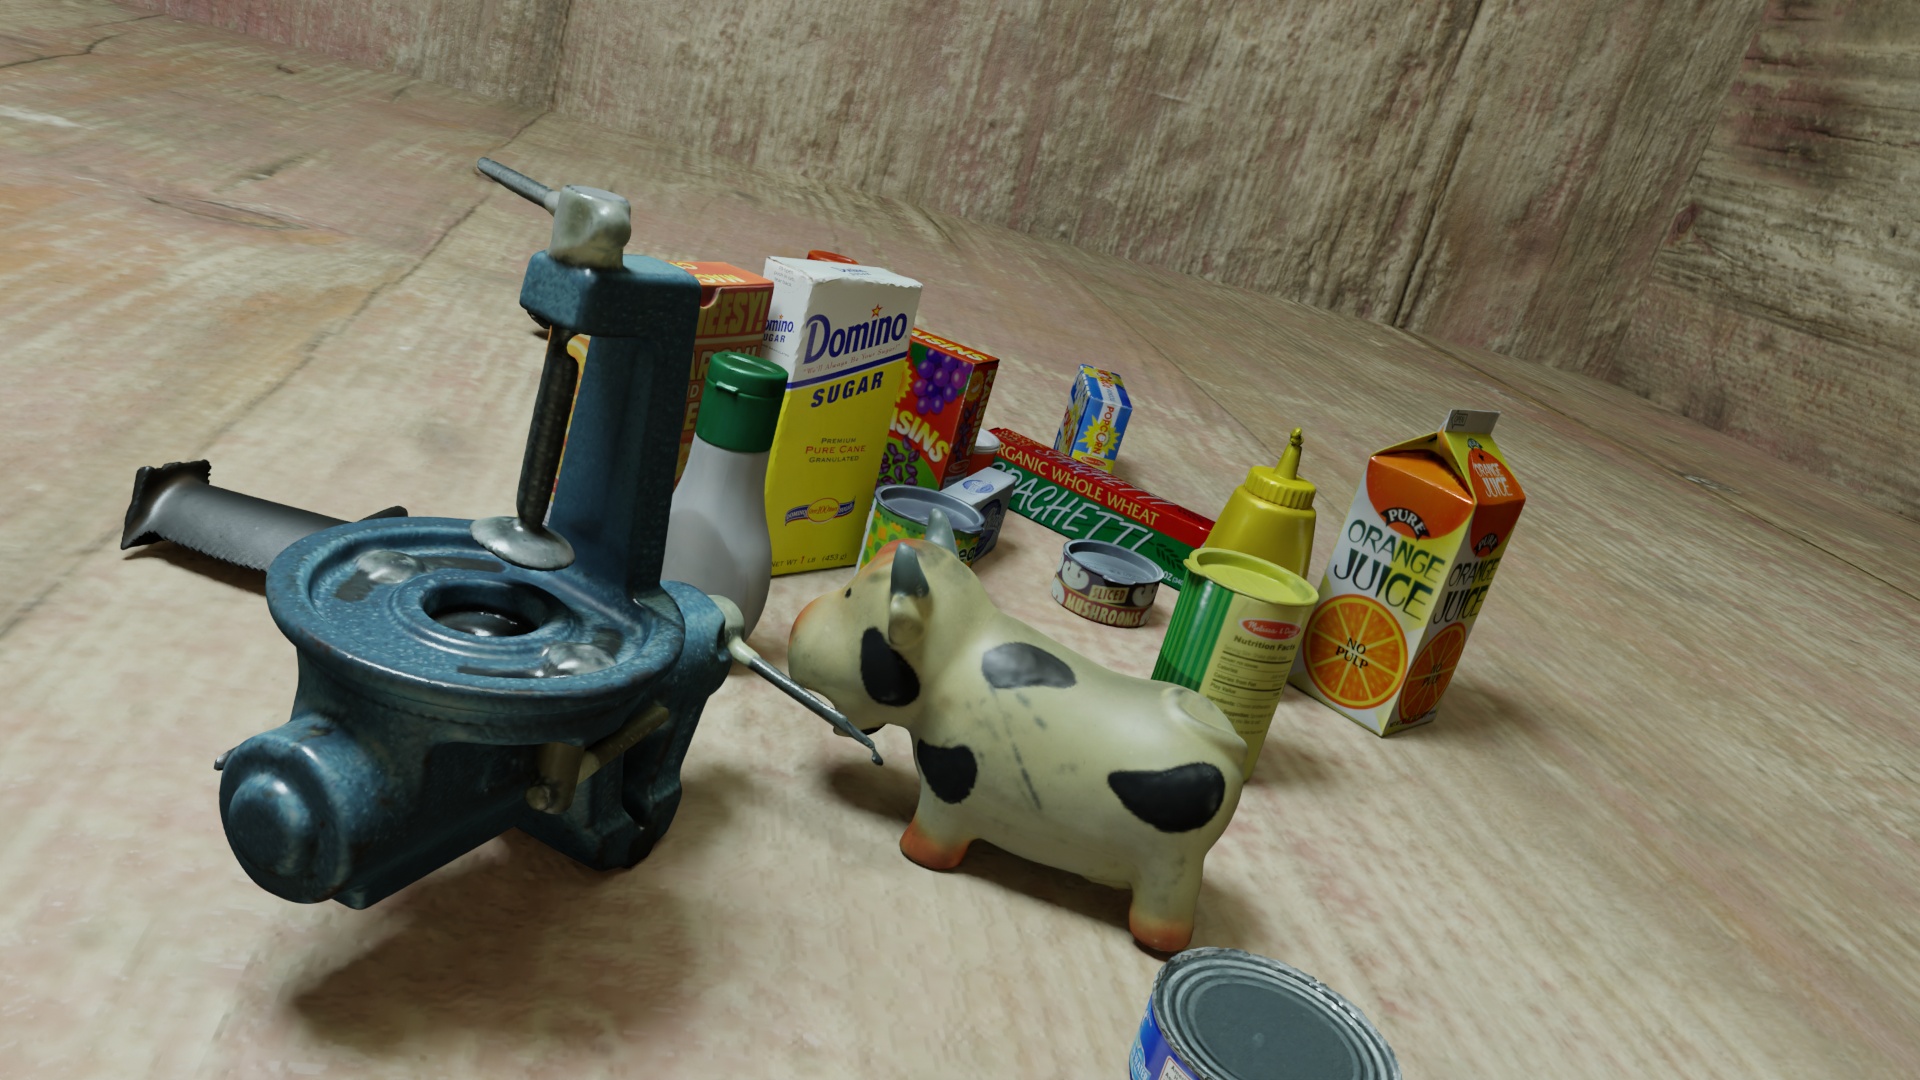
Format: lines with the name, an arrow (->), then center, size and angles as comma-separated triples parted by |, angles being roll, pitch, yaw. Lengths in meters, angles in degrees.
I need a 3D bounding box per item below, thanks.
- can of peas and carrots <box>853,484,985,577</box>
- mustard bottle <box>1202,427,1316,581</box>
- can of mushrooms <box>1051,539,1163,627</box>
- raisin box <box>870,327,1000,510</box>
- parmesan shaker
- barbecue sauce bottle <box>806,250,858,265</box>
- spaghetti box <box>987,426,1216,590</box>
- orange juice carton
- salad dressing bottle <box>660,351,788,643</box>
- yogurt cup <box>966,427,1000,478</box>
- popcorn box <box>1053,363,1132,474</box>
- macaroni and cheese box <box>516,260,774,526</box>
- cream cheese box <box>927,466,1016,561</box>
can of peas and carrots -> -0.023, 0.007, 0.810 | 0.071, 0.058, 0.071 | 14, 19, -5
mustard bottle -> 0.172, 0.009, 0.804 | 0.065, 0.159, 0.049 | 14, 18, -5
can of mushrooms -> 0.093, 0.027, 0.884 | 0.071, 0.033, 0.071 | 14, 19, -5
raisin box -> -0.032, -0.077, 0.939 | 0.086, 0.123, 0.040 | 24, 20, 23
parmesan shaker -> 0.130, 0.063, 0.707 | 0.071, 0.102, 0.071 | 14, 19, -5
barbecue sauce bottle -> -0.107, -0.130, 0.989 | 0.065, 0.148, 0.044 | 6, 21, -28
spaghetti box -> 0.113, -0.015, 0.995 | 0.250, 0.050, 0.029 | 27, 21, 29
orange juice carton -> 0.271, 0.012, 0.826 | 0.072, 0.192, 0.073 | -4, 27, -46
salad dressing bottle -> -0.115, -0.014, 0.658 | 0.064, 0.147, 0.044 | 21, 19, 15
yogurt cup -> -0.010, -0.055, 1.002 | 0.072, 0.053, 0.072 | 14, 19, -5
popcorn box -> 0.107, -0.089, 1.145 | 0.038, 0.085, 0.127 | 15, 19, -4
macaroni and cheese box -> -0.161, -0.058, 0.714 | 0.040, 0.165, 0.124 | 24, 20, 23
cream cheese box -> 0.003, -0.011, 0.890 | 0.024, 0.053, 0.104 | 21, 19, 16
